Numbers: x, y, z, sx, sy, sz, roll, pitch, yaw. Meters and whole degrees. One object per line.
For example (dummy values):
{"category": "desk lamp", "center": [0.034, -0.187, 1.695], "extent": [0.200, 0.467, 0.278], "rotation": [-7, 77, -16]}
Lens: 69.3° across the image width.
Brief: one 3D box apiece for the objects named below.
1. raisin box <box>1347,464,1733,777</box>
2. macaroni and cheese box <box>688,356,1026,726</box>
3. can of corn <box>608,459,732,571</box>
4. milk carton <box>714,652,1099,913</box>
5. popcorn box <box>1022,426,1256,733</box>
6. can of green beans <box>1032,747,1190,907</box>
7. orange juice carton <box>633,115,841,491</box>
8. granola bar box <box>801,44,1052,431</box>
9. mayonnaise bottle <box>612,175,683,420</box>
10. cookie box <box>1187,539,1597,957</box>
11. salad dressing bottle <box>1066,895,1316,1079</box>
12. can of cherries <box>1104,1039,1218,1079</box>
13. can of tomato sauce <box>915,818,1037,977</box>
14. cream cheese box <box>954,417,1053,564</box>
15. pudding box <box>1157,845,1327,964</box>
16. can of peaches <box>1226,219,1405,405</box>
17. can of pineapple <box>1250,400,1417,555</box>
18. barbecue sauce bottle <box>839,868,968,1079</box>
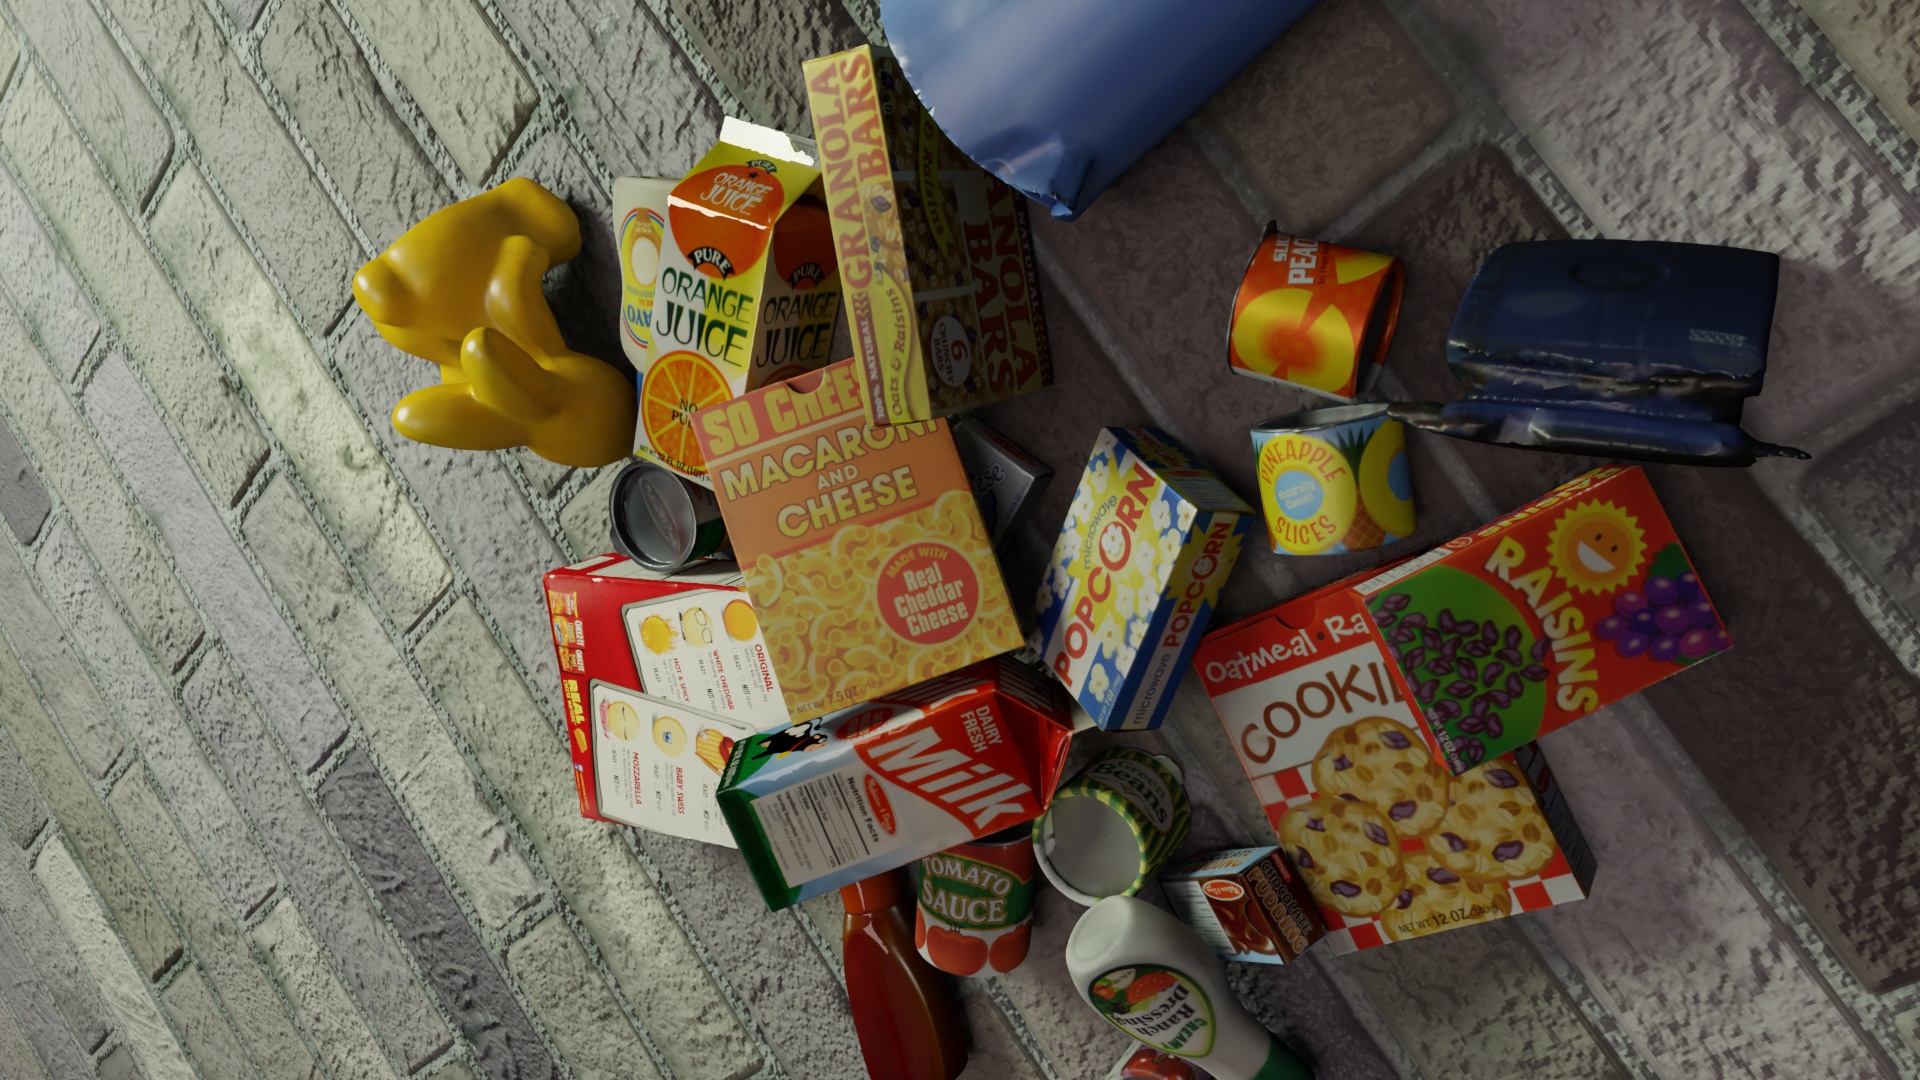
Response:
{"category": "raisin box", "center": [0.239, 0.033, 0.579], "extent": [0.123, 0.040, 0.086], "rotation": [-27, 88, 7]}
{"category": "macaroni and cheese box", "center": [-0.051, -0.006, 0.703], "extent": [0.124, 0.040, 0.166], "rotation": [-19, 86, -1]}
{"category": "can of corn", "center": [-0.166, -0.019, 0.825], "extent": [0.071, 0.058, 0.071], "rotation": [8, 107, 29]}
{"category": "milk carton", "center": [-0.021, 0.115, 0.717], "extent": [0.190, 0.072, 0.073], "rotation": [-21, 102, 5]}
{"category": "popcorn box", "center": [0.083, 0.019, 0.677], "extent": [0.085, 0.038, 0.126], "rotation": [50, 128, 48]}
{"category": "can of green beans", "center": [0.078, 0.149, 0.722], "extent": [0.071, 0.058, 0.071], "rotation": [8, 107, 29]}
{"category": "orange juice carton", "center": [-0.117, -0.128, 0.759], "extent": [0.072, 0.073, 0.191], "rotation": [23, 113, 25]}
{"category": "granola bar box", "center": [-0.010, -0.144, 0.660], "extent": [0.039, 0.125, 0.165], "rotation": [-5, 100, 31]}
{"category": "mayonnaise bottle", "center": [-0.170, -0.135, 0.807], "extent": [0.065, 0.041, 0.147], "rotation": [11, 108, 27]}
{"category": "cookie box", "center": [0.198, 0.099, 0.649], "extent": [0.122, 0.040, 0.167], "rotation": [-26, 88, 33]}
{"category": "salad dressing bottle", "center": [0.118, 0.238, 0.696], "extent": [0.147, 0.044, 0.064], "rotation": [42, 118, -16]}
{"category": "can of cherries", "center": [0.115, 0.296, 0.738], "extent": [0.071, 0.058, 0.071], "rotation": [8, 107, 29]}
{"category": "can of tomato sauce", "center": [0.009, 0.188, 0.767], "extent": [0.071, 0.071, 0.082], "rotation": [13, 110, 28]}
{"category": "cream cheese box", "center": [0.003, -0.009, 0.747], "extent": [0.053, 0.024, 0.103], "rotation": [38, 118, 19]}
{"category": "pudding box", "center": [0.138, 0.181, 0.689], "extent": [0.049, 0.030, 0.083], "rotation": [62, 155, 4]}
{"category": "can of peaches", "center": [0.156, -0.099, 0.606], "extent": [0.058, 0.071, 0.071], "rotation": [20, 112, 25]}
{"category": "can of pineapple", "center": [0.165, -0.028, 0.618], "extent": [0.071, 0.071, 0.057], "rotation": [-6, 100, 32]}
{"category": "barbecue sauce bottle", "center": [-0.042, 0.250, 0.830], "extent": [0.065, 0.044, 0.148], "rotation": [-11, 96, 32]}
